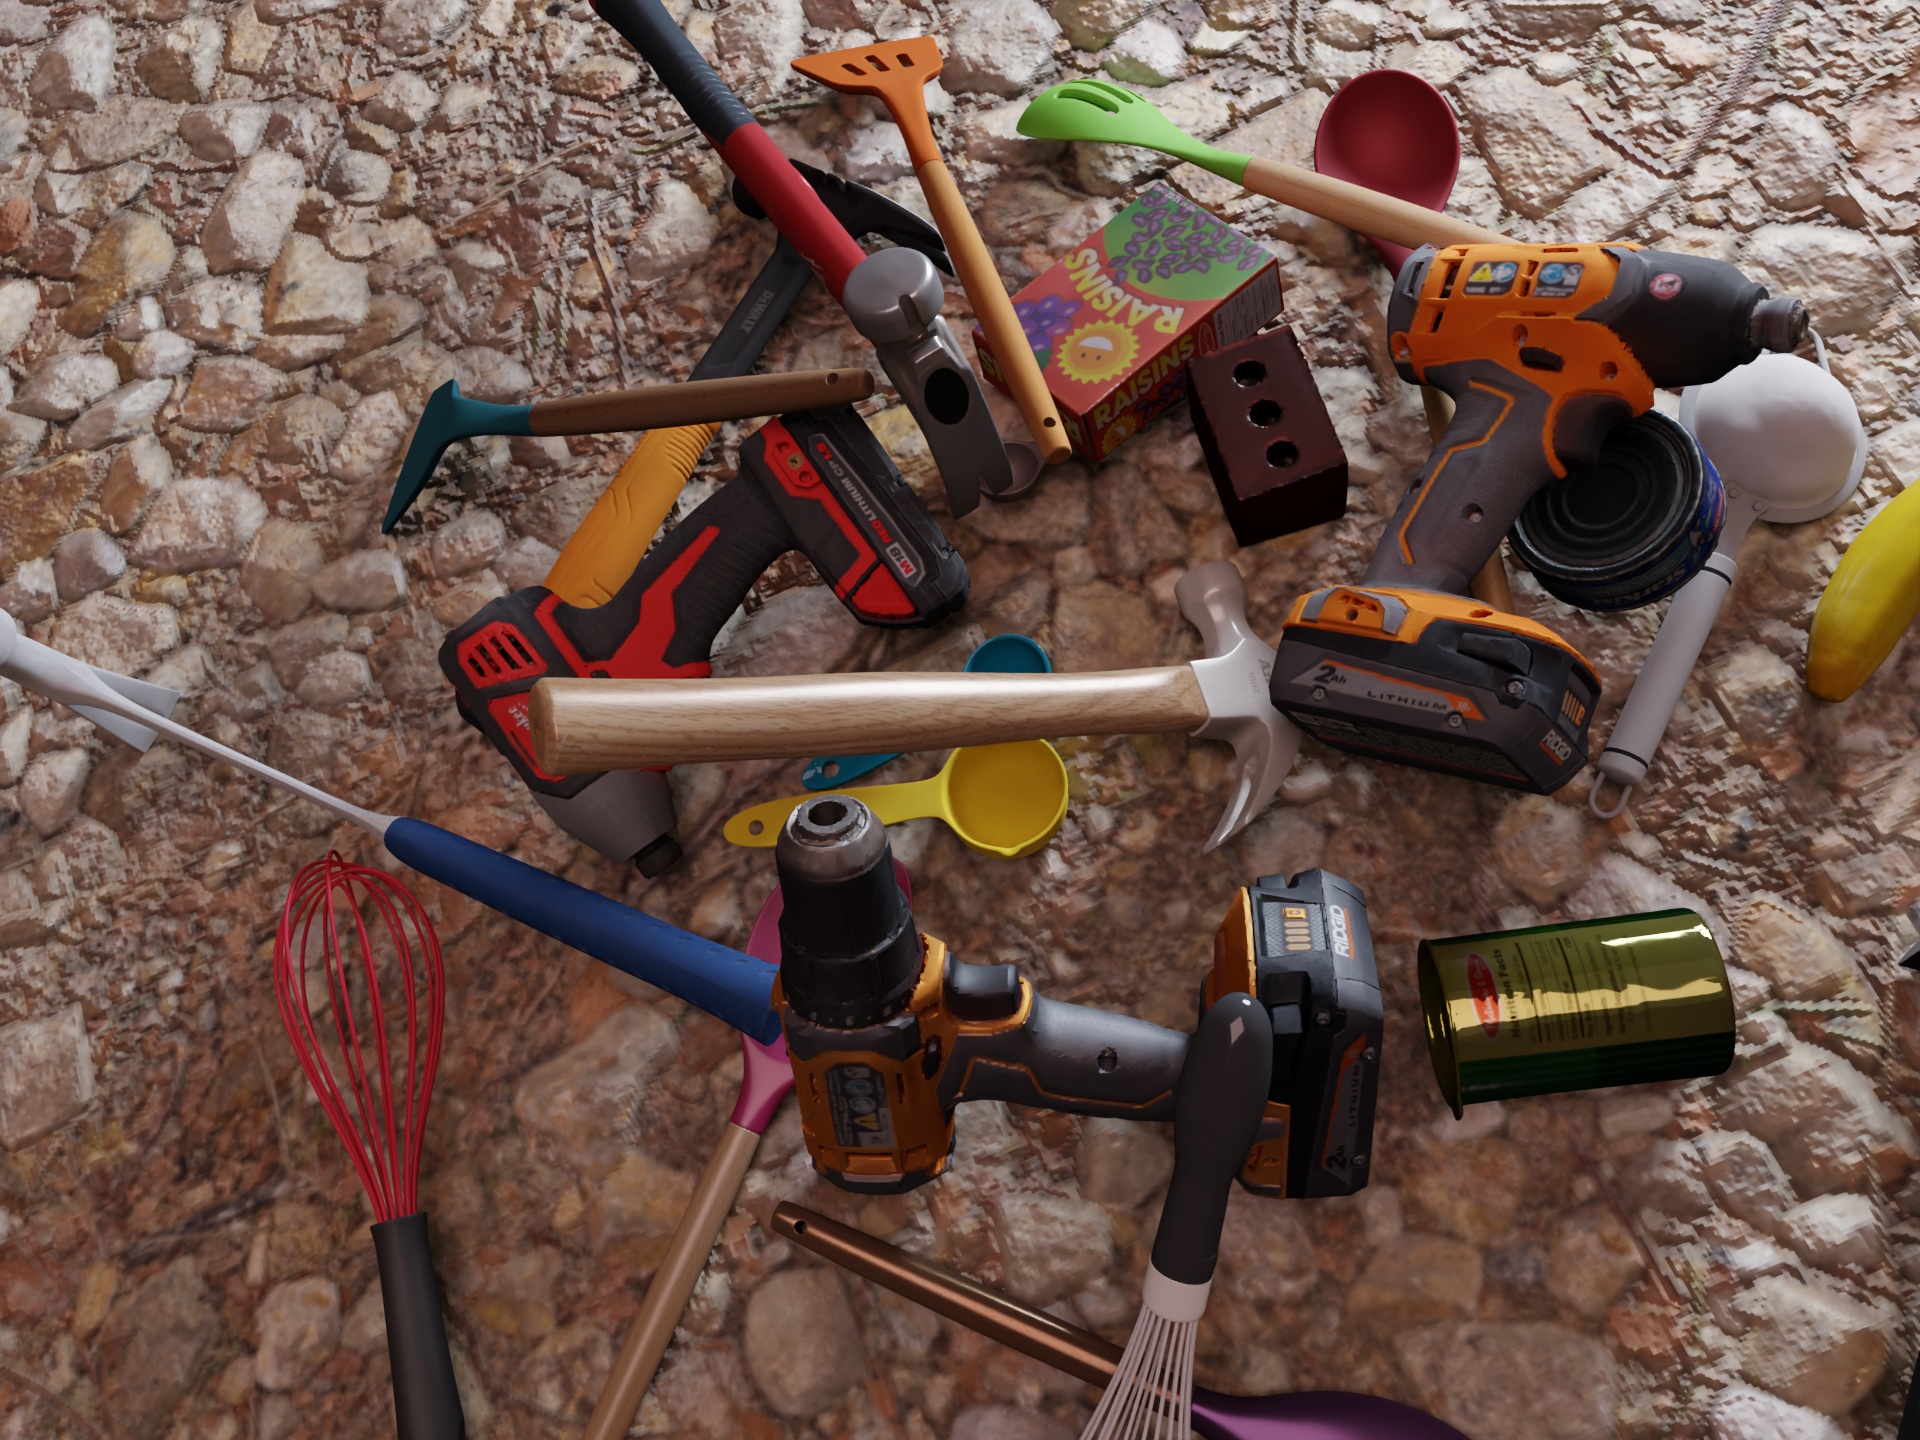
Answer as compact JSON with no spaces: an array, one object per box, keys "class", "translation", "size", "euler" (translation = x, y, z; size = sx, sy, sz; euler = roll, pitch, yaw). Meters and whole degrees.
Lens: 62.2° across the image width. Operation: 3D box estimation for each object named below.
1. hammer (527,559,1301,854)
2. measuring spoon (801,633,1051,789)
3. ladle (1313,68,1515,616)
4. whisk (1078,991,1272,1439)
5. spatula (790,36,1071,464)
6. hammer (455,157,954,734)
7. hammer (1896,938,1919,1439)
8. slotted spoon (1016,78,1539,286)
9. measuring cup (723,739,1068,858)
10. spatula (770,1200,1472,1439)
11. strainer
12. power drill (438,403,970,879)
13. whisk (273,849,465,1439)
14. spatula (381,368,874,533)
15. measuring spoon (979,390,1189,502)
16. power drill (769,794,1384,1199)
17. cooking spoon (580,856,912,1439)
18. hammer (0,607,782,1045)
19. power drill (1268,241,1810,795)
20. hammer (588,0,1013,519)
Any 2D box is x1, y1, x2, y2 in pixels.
[{"class":"hammer","translation":[-0.001,-0.002,0.627],"size":[0.331,0.031,0.130],"euler":[-3,62,-29]},{"class":"measuring spoon","translation":[-0.015,0.002,0.736],"size":[0.128,0.021,0.042],"euler":[-27,68,10]},{"class":"ladle","translation":[0.223,-0.165,0.743],"size":[0.069,0.031,0.316],"euler":[-13,71,17]},{"class":"whisk","translation":[0.071,0.228,0.563],"size":[0.070,0.070,0.284],"euler":[14,103,14]},{"class":"spatula","translation":[-0.006,-0.244,0.777],"size":[0.081,0.041,0.323],"euler":[-15,62,-10]},{"class":"hammer","translation":[-0.137,-0.132,0.793],"size":[0.127,0.034,0.337],"euler":[27,78,19]},{"class":"hammer","translation":[0.343,0.221,0.552],"size":[0.035,0.146,0.335],"euler":[13,85,14]},{"class":"slotted spoon","translation":[0.162,-0.254,0.757],"size":[0.314,0.031,0.070],"euler":[29,43,24]},{"class":"measuring cup","translation":[-0.028,0.042,0.715],"size":[0.156,0.029,0.062],"euler":[-9,69,8]},{"class":"spatula","translation":[0.067,0.257,0.628],"size":[0.316,0.018,0.060],"euler":[19,75,15]},{"class":"strainer","translation":[0.330,-0.071,0.686],"size":[0.087,0.050,0.258],"euler":[28,81,3]},{"class":"power drill","translation":[-0.110,-0.036,0.720],"size":[0.219,0.078,0.143],"euler":[-35,92,0]},{"class":"whisk","translation":[-0.246,0.196,0.687],"size":[0.073,0.073,0.296],"euler":[-17,74,4]},{"class":"spatula","translation":[-0.168,-0.137,0.738],"size":[0.317,0.044,0.082],"euler":[1,69,31]},{"class":"measuring spoon","translation":[0.063,-0.136,0.770],"size":[0.124,0.018,0.034],"euler":[-25,55,-6]},{"class":"power drill","translation":[0.040,0.104,0.603],"size":[0.226,0.185,0.084],"euler":[-1,36,7]},{"class":"cooking spoon","translation":[-0.103,0.198,0.679],"size":[0.069,0.017,0.319],"euler":[22,76,12]},{"class":"hammer","translation":[-0.257,0.047,0.710],"size":[0.405,0.144,0.035],"euler":[22,78,11]},{"class":"power drill","translation":[0.232,-0.091,0.646],"size":[0.164,0.084,0.226],"euler":[14,79,42]},{"class":"hammer","translation":[-0.091,-0.256,0.770],"size":[0.038,0.143,0.387],"euler":[-33,56,-2]}]
